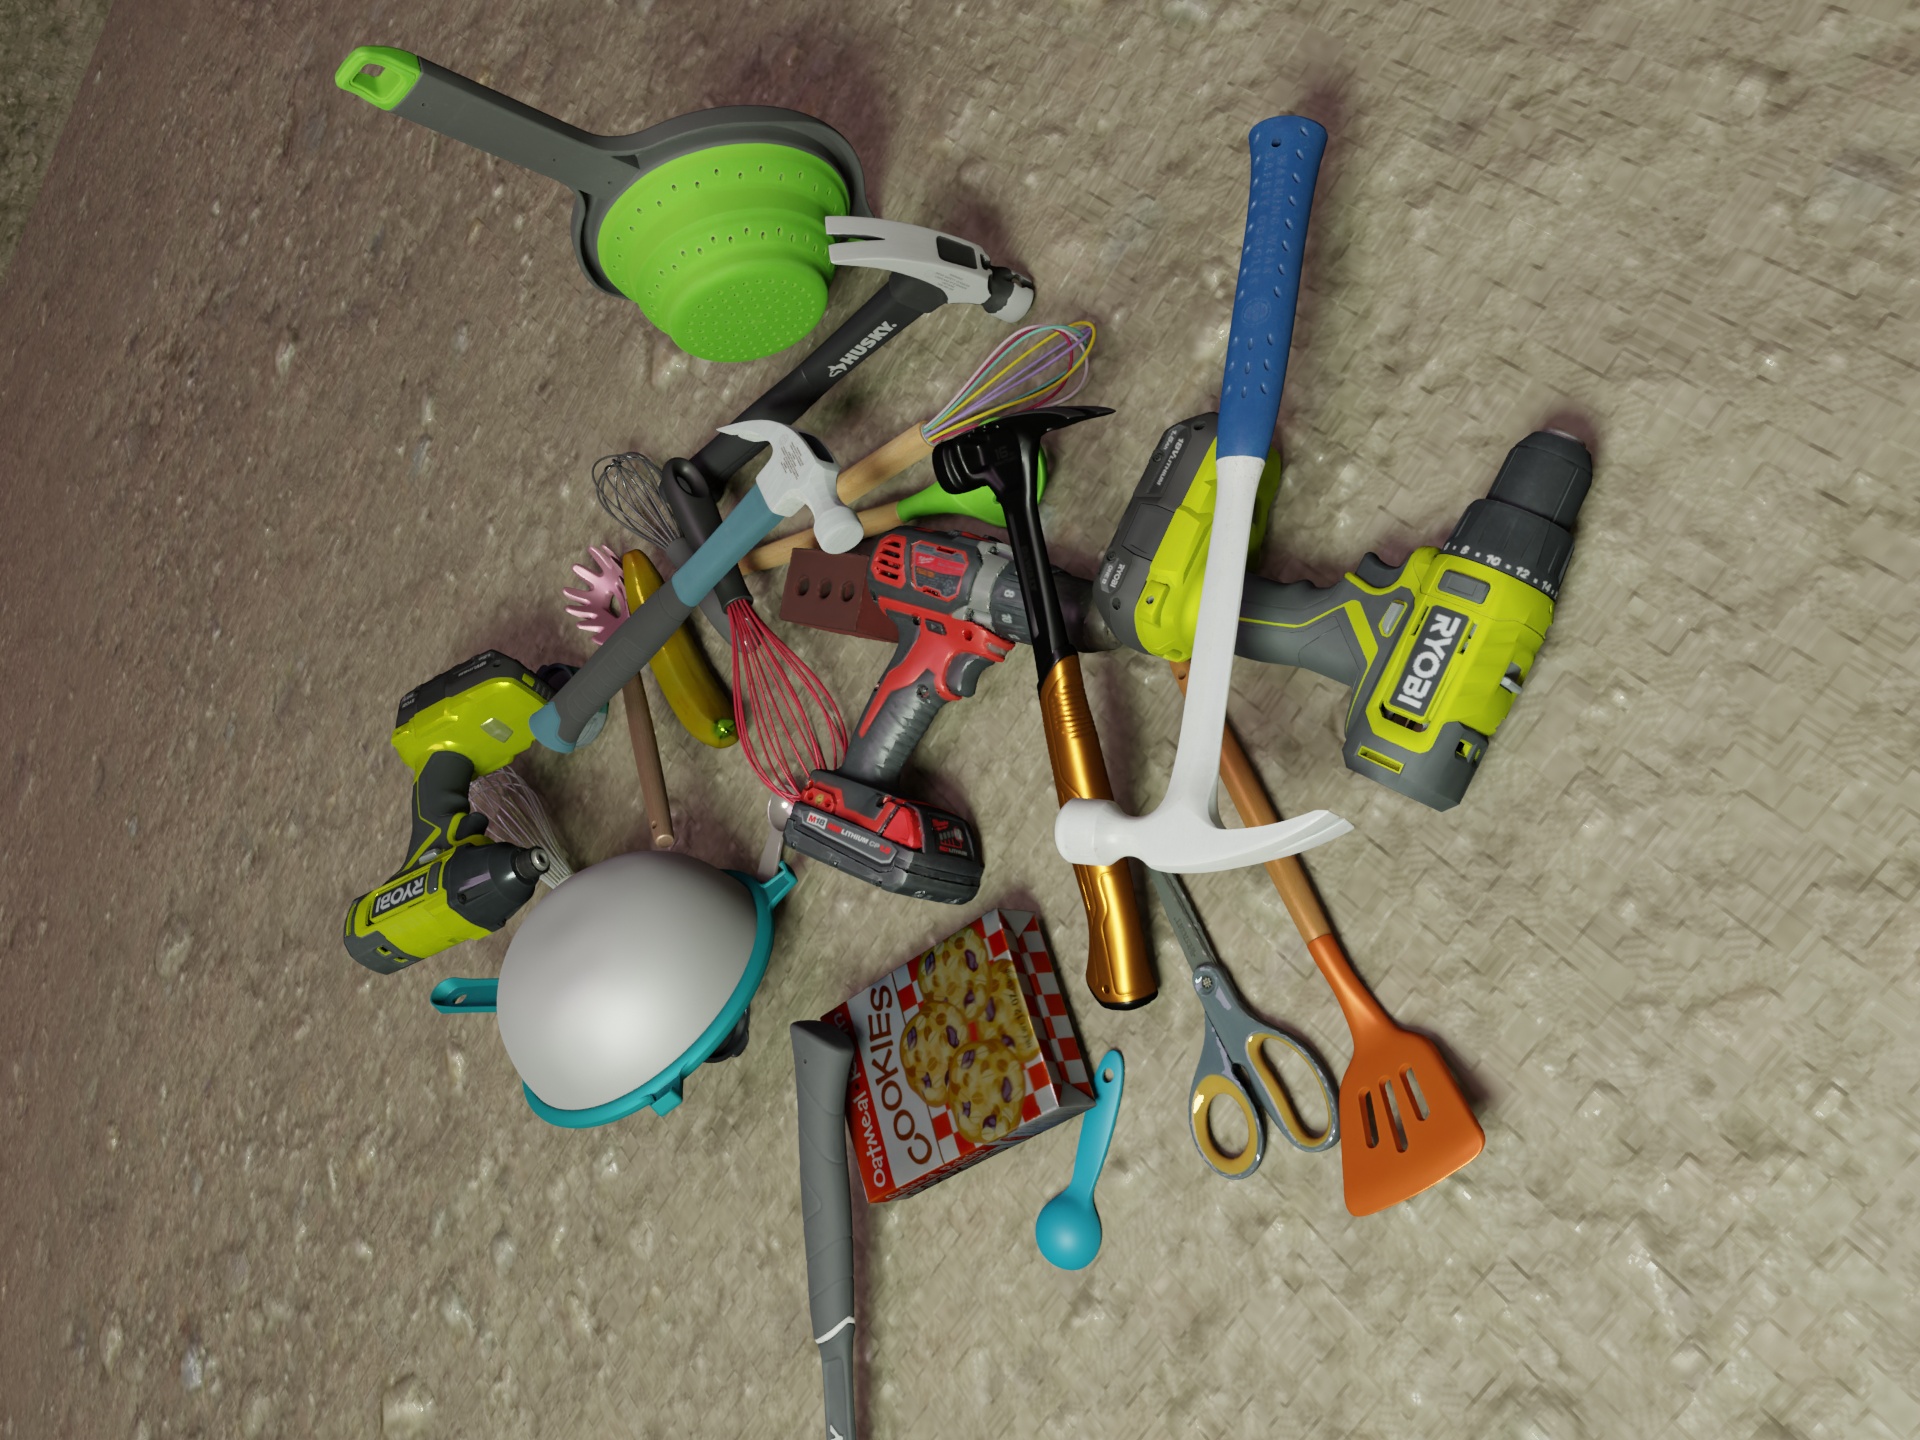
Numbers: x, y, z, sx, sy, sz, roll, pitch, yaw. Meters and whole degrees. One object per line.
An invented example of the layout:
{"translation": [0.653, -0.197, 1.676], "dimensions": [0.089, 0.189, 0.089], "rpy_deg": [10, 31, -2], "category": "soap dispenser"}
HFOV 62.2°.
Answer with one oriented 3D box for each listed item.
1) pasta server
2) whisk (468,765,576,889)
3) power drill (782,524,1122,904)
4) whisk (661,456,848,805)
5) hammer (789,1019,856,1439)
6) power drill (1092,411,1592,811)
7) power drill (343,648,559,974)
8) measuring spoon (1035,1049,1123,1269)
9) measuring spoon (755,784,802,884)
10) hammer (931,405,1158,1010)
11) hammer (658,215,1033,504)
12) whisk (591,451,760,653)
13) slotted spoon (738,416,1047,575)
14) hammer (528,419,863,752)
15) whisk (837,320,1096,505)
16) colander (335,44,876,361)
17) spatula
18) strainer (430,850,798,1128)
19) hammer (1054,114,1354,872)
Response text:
{"translation": [-0.249, -0.023, 1.184], "dimensions": [0.060, 0.040, 0.317], "rpy_deg": [-44, 41, 19], "category": "pasta server"}
{"translation": [-0.322, 0.116, 1.250], "dimensions": [0.285, 0.070, 0.070], "rpy_deg": [38, 106, 34], "category": "whisk"}
{"translation": [-0.002, -0.003, 0.987], "dimensions": [0.188, 0.080, 0.227], "rpy_deg": [18, 90, 37], "category": "power drill"}
{"translation": [-0.148, -0.064, 1.107], "dimensions": [0.073, 0.073, 0.296], "rpy_deg": [-37, 67, 29], "category": "whisk"}
{"translation": [-0.077, 0.388, 0.962], "dimensions": [0.149, 0.036, 0.409], "rpy_deg": [-8, 84, 42], "category": "hammer"}
{"translation": [0.198, -0.081, 0.829], "dimensions": [0.229, 0.080, 0.190], "rpy_deg": [28, 95, 38], "category": "power drill"}
{"translation": [-0.366, 0.064, 1.187], "dimensions": [0.171, 0.080, 0.223], "rpy_deg": [-24, 47, 22], "category": "power drill"}
{"translation": [0.068, 0.250, 0.907], "dimensions": [0.042, 0.021, 0.128], "rpy_deg": [14, 90, 42], "category": "measuring spoon"}
{"translation": [-0.129, 0.104, 1.117], "dimensions": [0.034, 0.018, 0.124], "rpy_deg": [26, 105, 43], "category": "measuring spoon"}
{"translation": [0.064, -0.003, 0.880], "dimensions": [0.127, 0.034, 0.337], "rpy_deg": [-7, 96, 54], "category": "hammer"}
{"translation": [-0.113, -0.234, 1.106], "dimensions": [0.335, 0.146, 0.035], "rpy_deg": [-29, 60, 42], "category": "hammer"}
{"translation": [-0.217, -0.131, 1.217], "dimensions": [0.055, 0.055, 0.239], "rpy_deg": [-52, 56, 20], "category": "whisk"}
{"translation": [-0.058, -0.140, 1.092], "dimensions": [0.314, 0.031, 0.070], "rpy_deg": [-12, 94, 41], "category": "slotted spoon"}
{"translation": [-0.197, -0.080, 1.094], "dimensions": [0.331, 0.033, 0.128], "rpy_deg": [-40, 62, 30], "category": "hammer"}
{"translation": [-0.006, -0.197, 1.052], "dimensions": [0.245, 0.051, 0.047], "rpy_deg": [-25, 71, 38], "category": "whisk"}
{"translation": [-0.203, -0.315, 1.013], "dimensions": [0.204, 0.396, 0.095], "rpy_deg": [-29, 69, 33], "category": "colander"}
{"translation": [0.174, 0.093, 0.836], "dimensions": [0.081, 0.041, 0.323], "rpy_deg": [-40, 57, 29], "category": "spatula"}
{"translation": [-0.284, 0.165, 1.099], "dimensions": [0.340, 0.095, 0.211], "rpy_deg": [-9, 41, 37], "category": "strainer"}
{"translation": [0.147, -0.121, 0.809], "dimensions": [0.144, 0.035, 0.406], "rpy_deg": [2, 75, 34], "category": "hammer"}
